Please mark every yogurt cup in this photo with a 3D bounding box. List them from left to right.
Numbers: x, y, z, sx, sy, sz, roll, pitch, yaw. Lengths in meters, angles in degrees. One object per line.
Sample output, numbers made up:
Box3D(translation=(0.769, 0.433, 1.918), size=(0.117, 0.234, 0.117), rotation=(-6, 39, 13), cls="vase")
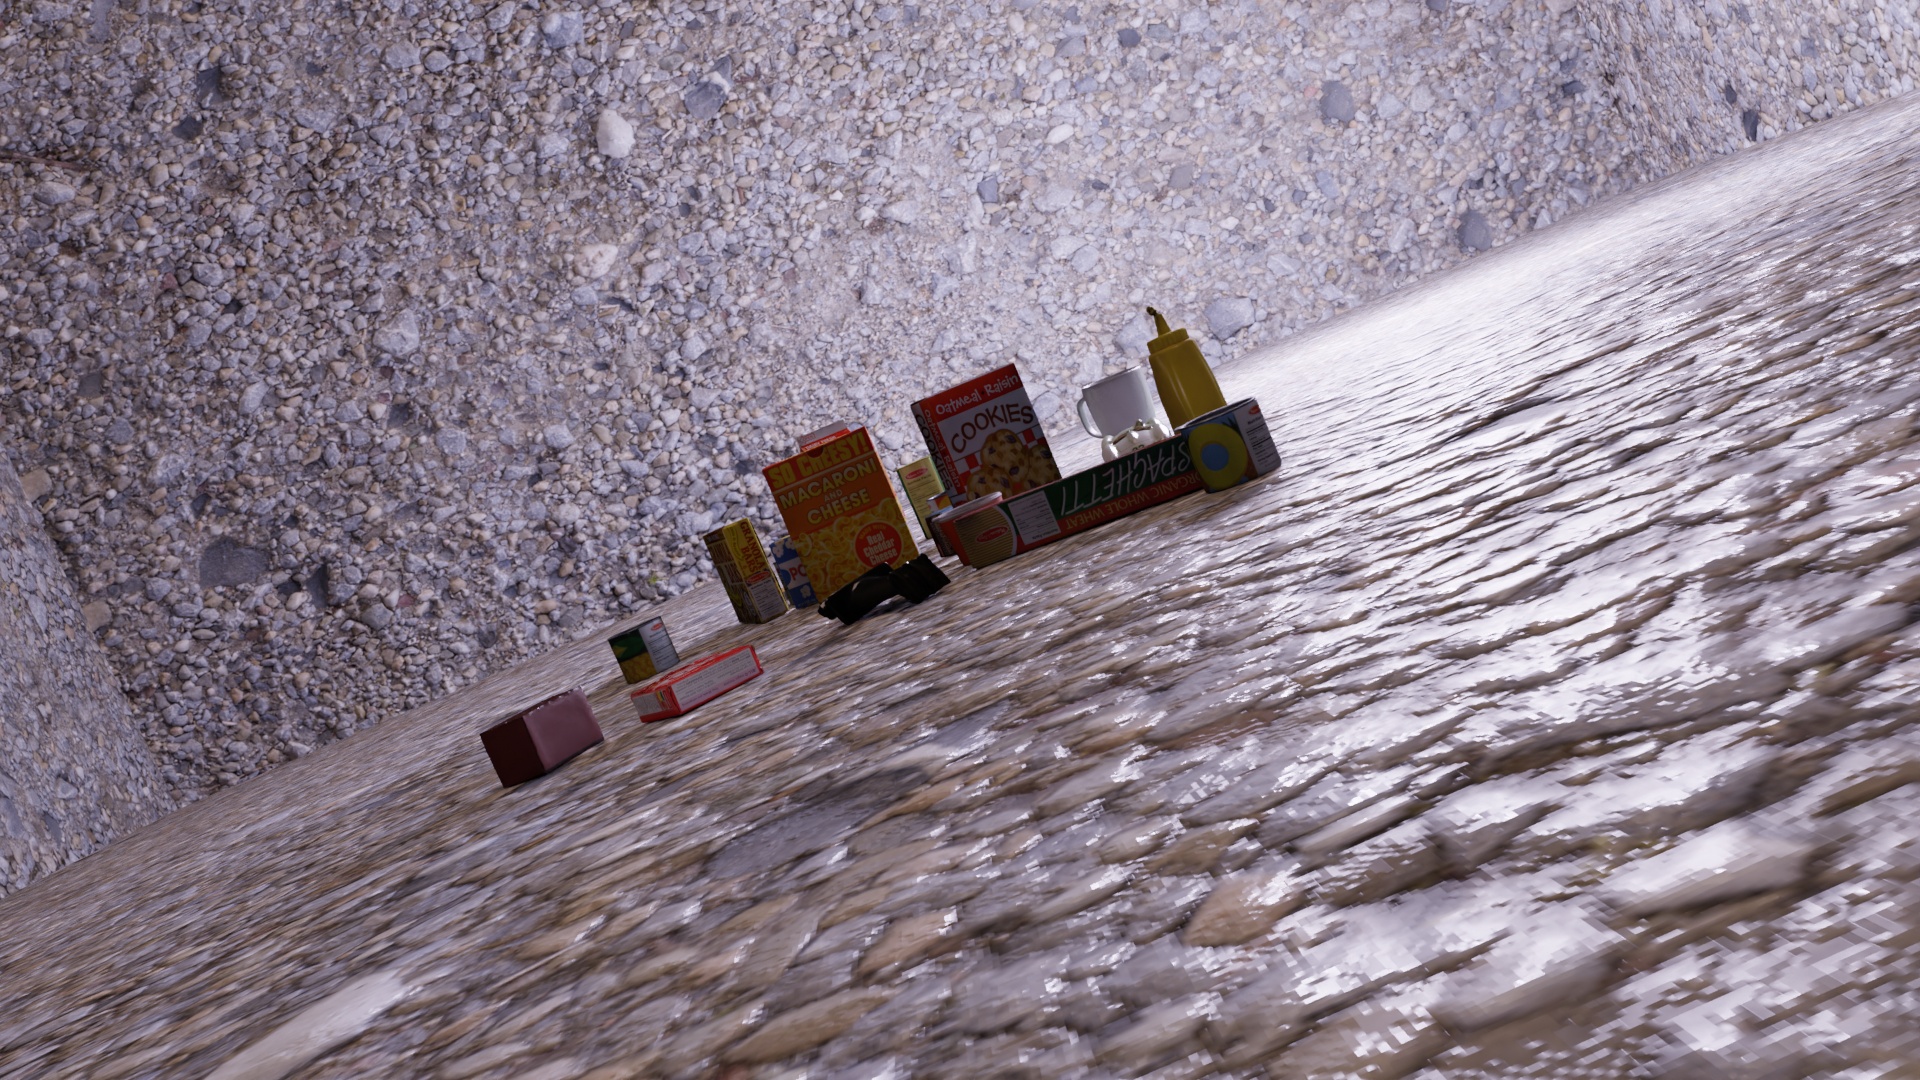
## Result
Box3D(translation=(0.017, -0.010, 1.338), size=(0.072, 0.054, 0.072), rotation=(-23, 4, 2), cls="yogurt cup")

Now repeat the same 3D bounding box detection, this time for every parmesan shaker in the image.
Box3D(translation=(-0.039, -0.060, 1.868), size=(0.071, 0.103, 0.071), rotation=(-23, 4, 2), cls="parmesan shaker")

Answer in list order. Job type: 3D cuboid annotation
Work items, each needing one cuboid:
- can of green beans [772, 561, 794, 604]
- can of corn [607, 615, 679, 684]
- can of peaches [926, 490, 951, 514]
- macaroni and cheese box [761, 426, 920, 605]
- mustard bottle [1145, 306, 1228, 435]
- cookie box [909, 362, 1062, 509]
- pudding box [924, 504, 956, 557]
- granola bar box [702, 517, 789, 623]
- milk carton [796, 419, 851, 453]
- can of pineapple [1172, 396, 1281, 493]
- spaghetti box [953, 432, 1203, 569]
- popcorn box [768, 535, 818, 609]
Box3D(translation=(-0.195, 0.042, 1.748), size=(0.071, 0.057, 0.071), rotation=(-23, 4, 2), cls="can of green beans")
Box3D(translation=(-0.368, 0.128, 1.606), size=(0.071, 0.058, 0.071), rotation=(-23, 4, 2), cls="can of corn")
Box3D(translation=(0.002, -0.036, 1.680), size=(0.071, 0.058, 0.071), rotation=(-23, 4, 2), cls="can of peaches")
Box3D(translation=(-0.127, -0.026, 1.518), size=(0.124, 0.166, 0.040), rotation=(-23, 4, -1), cls="macaroni and cheese box")
Box3D(translation=(0.212, -0.148, 1.305), size=(0.049, 0.160, 0.065), rotation=(-24, 4, -12), cls="mustard bottle")
Box3D(translation=(0.033, -0.090, 1.464), size=(0.123, 0.167, 0.040), rotation=(-26, 5, -33), cls="cookie box")
Box3D(translation=(0.005, -0.019, 1.521), size=(0.084, 0.049, 0.030), rotation=(-27, 6, -42), cls="pudding box")
Box3D(translation=(-0.266, 0.039, 1.715), size=(0.039, 0.124, 0.165), rotation=(-25, 5, -18), cls="granola bar box")
Box3D(translation=(-0.140, -0.055, 1.766), size=(0.072, 0.190, 0.073), rotation=(-25, 5, -23), cls="milk carton")
Box3D(translation=(0.214, -0.076, 1.107), size=(0.071, 0.058, 0.071), rotation=(-23, 4, 2), cls="can of pineapple")
Box3D(translation=(0.109, -0.036, 1.208), size=(0.249, 0.050, 0.029), rotation=(-20, 5, 30), cls="spaghetti box")
Box3D(translation=(-0.150, 0.021, 1.605), size=(0.126, 0.085, 0.038), rotation=(-20, 5, 33), cls="popcorn box")
